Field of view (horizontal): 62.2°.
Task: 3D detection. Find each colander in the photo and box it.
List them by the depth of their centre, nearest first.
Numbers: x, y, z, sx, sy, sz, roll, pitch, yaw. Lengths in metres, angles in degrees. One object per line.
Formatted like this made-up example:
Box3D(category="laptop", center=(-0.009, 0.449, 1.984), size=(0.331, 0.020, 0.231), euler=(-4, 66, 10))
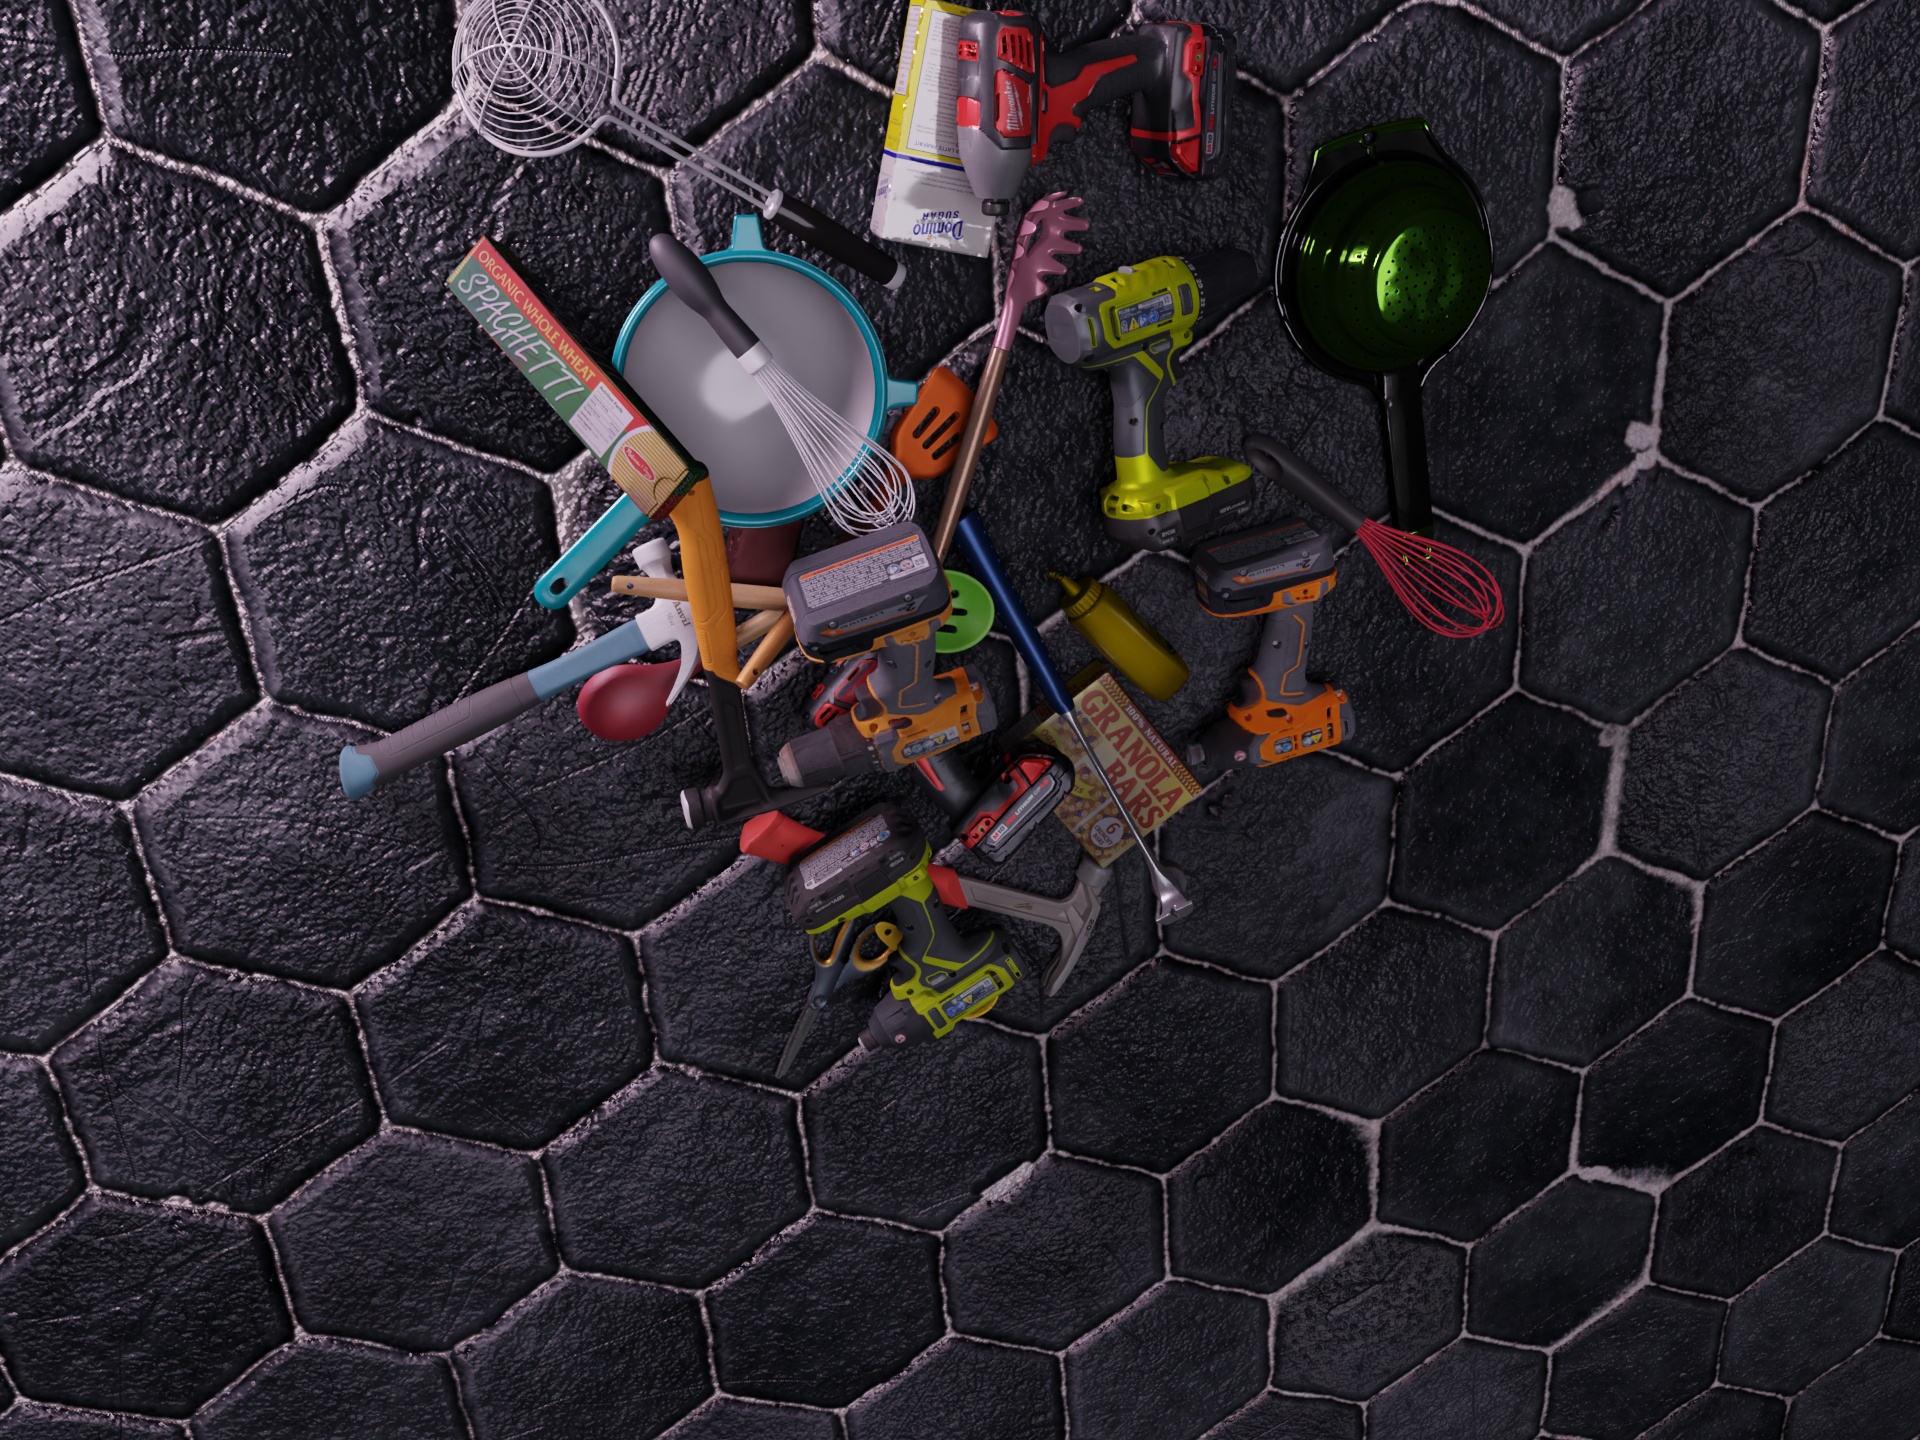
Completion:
Box3D(category="colander", center=(0.394, -0.307, 1.377), size=(0.204, 0.095, 0.396), euler=(-18, 116, -7))

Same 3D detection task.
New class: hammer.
Box3D(category="hammer", center=(-0.186, -0.057, 1.281), size=(0.127, 0.034, 0.336), euler=(-14, 129, -12))
Box3D(category="hammer", center=(-0.366, -0.024, 1.322), size=(0.331, 0.033, 0.128), euler=(-26, 96, 1))
Box3D(category="hammer", center=(0.099, 0.000, 1.386), size=(0.035, 0.144, 0.405), euler=(-29, 99, 7))
Box3D(category="hammer", center=(-0.037, 0.159, 1.500), size=(0.359, 0.037, 0.149), euler=(16, 108, -21))

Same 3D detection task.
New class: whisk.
Box3D(category="whisk", center=(-0.132, -0.244, 1.184), size=(0.070, 0.070, 0.284), euler=(-40, 108, 4))
Box3D(category="whisk", center=(0.373, -0.166, 1.436), size=(0.295, 0.073, 0.073), euler=(34, 101, -11))

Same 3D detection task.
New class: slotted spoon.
Box3D(category="slotted spoon", center=(-0.127, -0.099, 1.307), size=(0.313, 0.031, 0.070), euler=(4, 95, -15))

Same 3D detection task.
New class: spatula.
Box3D(category="spatula", center=(-0.083, -0.151, 1.297), size=(0.081, 0.041, 0.323), euler=(46, 65, -27))

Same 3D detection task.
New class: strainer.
Box3D(category="strainer", center=(-0.212, -0.221, 1.255), size=(0.340, 0.095, 0.210), euler=(-43, 113, 9))

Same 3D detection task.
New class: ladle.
Box3D(category="ladle", center=(-0.186, -0.073, 1.365), size=(0.315, 0.031, 0.069), euler=(-30, 114, -2))

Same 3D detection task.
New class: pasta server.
Box3D(category="pasta server", center=(0.030, -0.277, 1.305), size=(0.060, 0.040, 0.316), euler=(5, 106, -48))

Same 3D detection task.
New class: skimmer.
Box3D(category="skimmer", center=(-0.201, -0.426, 1.204), size=(0.363, 0.090, 0.127), euler=(22, 103, -33))

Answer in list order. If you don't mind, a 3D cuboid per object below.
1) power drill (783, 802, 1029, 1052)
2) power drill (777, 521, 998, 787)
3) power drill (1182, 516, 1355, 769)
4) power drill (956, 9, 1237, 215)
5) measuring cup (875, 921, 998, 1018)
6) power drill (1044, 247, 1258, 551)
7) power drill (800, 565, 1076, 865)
Box3D(category="power drill", center=(-0.058, 0.199, 1.450), size=(0.171, 0.080, 0.223), euler=(-32, 121, 0))
Box3D(category="power drill", center=(-0.076, -0.036, 1.259), size=(0.185, 0.084, 0.226), euler=(-20, 143, -2))
Box3D(category="power drill", center=(0.273, -0.058, 1.465), size=(0.164, 0.084, 0.226), euler=(-17, 120, -7))
Box3D(category="power drill", center=(0.098, -0.462, 1.211), size=(0.219, 0.079, 0.143), euler=(-12, 117, -26))
Box3D(category="measuring cup", center=(-0.027, 0.233, 1.540), size=(0.156, 0.029, 0.062), euler=(40, 98, -25))
Box3D(category="power drill", center=(0.179, -0.275, 1.339), size=(0.190, 0.080, 0.228), euler=(-24, 117, -21))
Box3D(category="power drill", center=(-0.002, -0.004, 1.395), size=(0.226, 0.080, 0.188), euler=(41, 96, -8))
